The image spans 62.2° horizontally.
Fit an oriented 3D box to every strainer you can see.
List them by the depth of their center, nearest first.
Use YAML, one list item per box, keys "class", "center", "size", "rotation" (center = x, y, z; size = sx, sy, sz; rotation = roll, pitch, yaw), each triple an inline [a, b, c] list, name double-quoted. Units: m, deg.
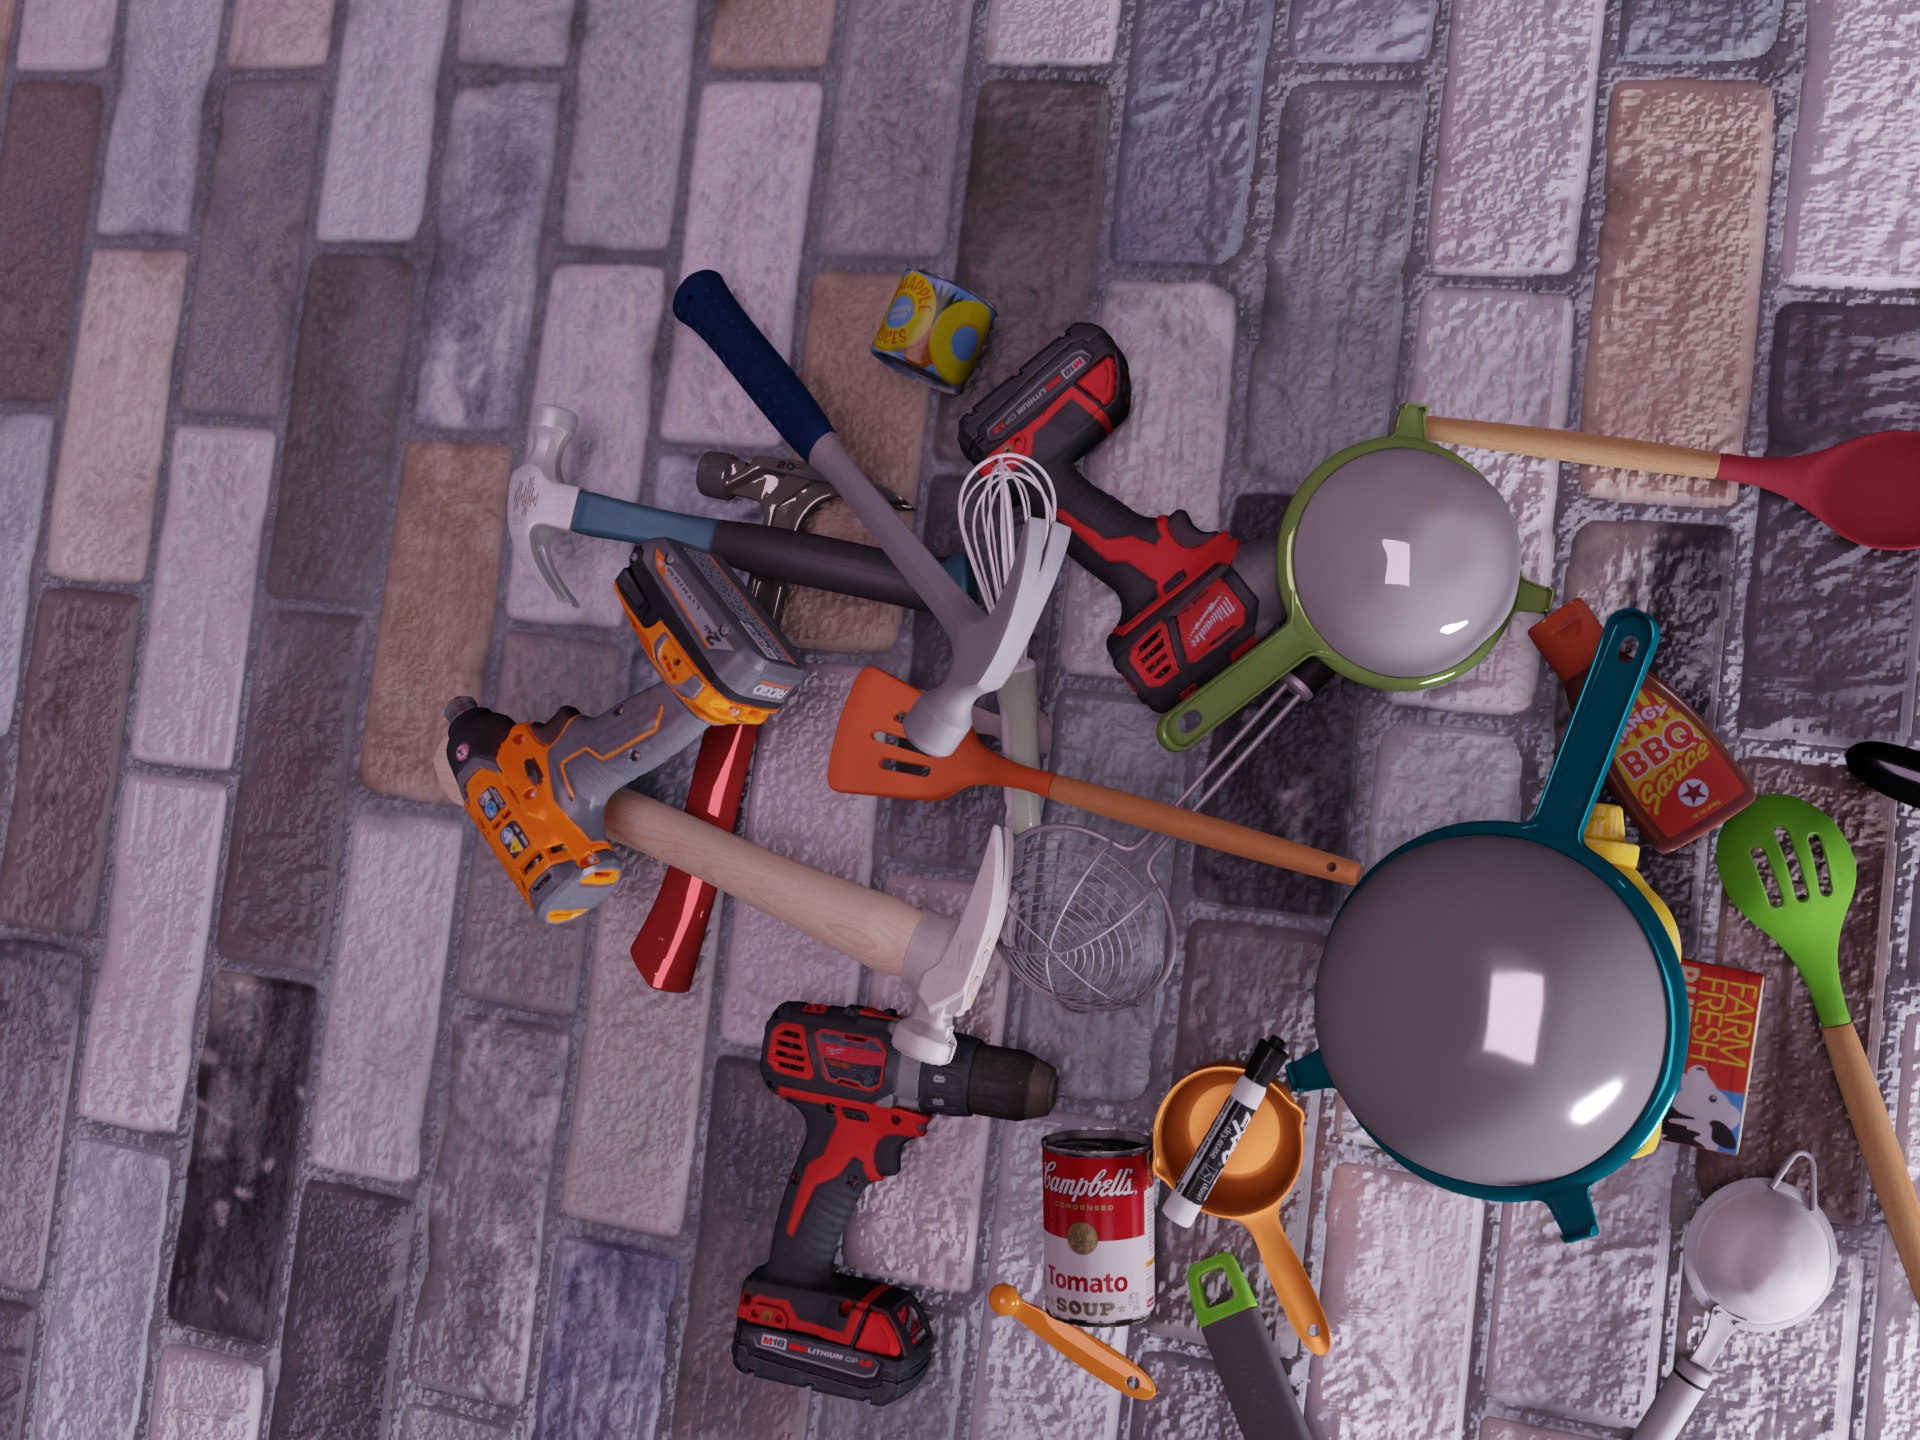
- class: "strainer"
  center: [0.293, 0.096, 0.858]
  size: [0.211, 0.095, 0.340]
  rotation: [24, 99, 40]
- class: "strainer"
  center: [0.414, 0.357, 0.884]
  size: [0.087, 0.050, 0.258]
  rotation: [28, 96, 0]
- class: "strainer"
  center: [0.221, -0.063, 0.902]
  size: [0.256, 0.069, 0.151]
  rotation: [-36, 93, -9]

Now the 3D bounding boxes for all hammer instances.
- class: "hammer"
  center: [-0.075, -0.164, 0.970]
  size: [0.144, 0.035, 0.406]
  rotation: [-55, 52, 23]
- class: "hammer"
  center: [-0.164, 0.073, 1.012]
  size: [0.411, 0.038, 0.146]
  rotation: [20, 90, 21]
- class: "hammer"
  center: [-0.145, -0.115, 1.030]
  size: [0.331, 0.033, 0.128]
  rotation: [13, 87, 15]
- class: "hammer"
  center: [-0.143, 0.005, 1.054]
  size: [0.149, 0.036, 0.359]
  rotation: [13, 89, 15]

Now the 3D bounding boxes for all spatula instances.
- class: "spatula"
  center: [0.073, 0.044, 0.926]
  size: [0.323, 0.041, 0.081]
  rotation: [15, 86, 26]

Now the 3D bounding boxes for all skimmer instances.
- class: "skimmer"
  center: [0.160, 0.027, 0.978]
  size: [0.127, 0.090, 0.363]
  rotation: [43, 86, 7]

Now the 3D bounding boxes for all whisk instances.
- class: "whisk"
  center: [0.620, 0.073, 0.846]
  size: [0.285, 0.070, 0.070]
  rotation: [25, 92, 19]
- class: "whisk"
  center: [0.032, -0.041, 0.965]
  size: [0.059, 0.058, 0.246]
  rotation: [-7, 113, -9]

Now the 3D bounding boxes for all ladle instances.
- class: "ladle"
  center: [0.414, -0.151, 0.928]
  size: [0.315, 0.031, 0.069]
  rotation: [12, 86, 17]

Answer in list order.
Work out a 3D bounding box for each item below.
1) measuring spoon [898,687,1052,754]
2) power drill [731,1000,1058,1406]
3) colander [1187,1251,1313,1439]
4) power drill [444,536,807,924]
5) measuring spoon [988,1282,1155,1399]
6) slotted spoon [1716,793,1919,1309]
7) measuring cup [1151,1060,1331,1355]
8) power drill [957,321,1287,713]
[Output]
- class: "measuring spoon"
  center: [-0.002, -0.003, 1.027]
  size: [0.124, 0.018, 0.034]
  rotation: [14, 90, 15]
- class: "power drill"
  center: [-0.043, 0.295, 0.988]
  size: [0.188, 0.080, 0.227]
  rotation: [7, 84, 14]
- class: "colander"
  center: [0.226, 0.503, 0.904]
  size: [0.204, 0.094, 0.397]
  rotation: [-27, 62, 11]
- class: "power drill"
  center: [-0.222, -0.006, 0.985]
  size: [0.226, 0.084, 0.164]
  rotation: [-44, 71, 14]
- class: "measuring spoon"
  center: [0.068, 0.385, 0.982]
  size: [0.117, 0.011, 0.021]
  rotation: [28, 93, 15]
- class: "slotted spoon"
  center: [0.496, 0.193, 0.881]
  size: [0.070, 0.031, 0.314]
  rotation: [-17, 83, 12]
- class: "measuring cup"
  center: [0.178, 0.285, 0.943]
  size: [0.095, 0.052, 0.174]
  rotation: [-26, 82, 11]
- class: "power drill"
  center: [0.111, -0.129, 0.981]
  size: [0.143, 0.078, 0.220]
  rotation: [-38, 81, 9]
